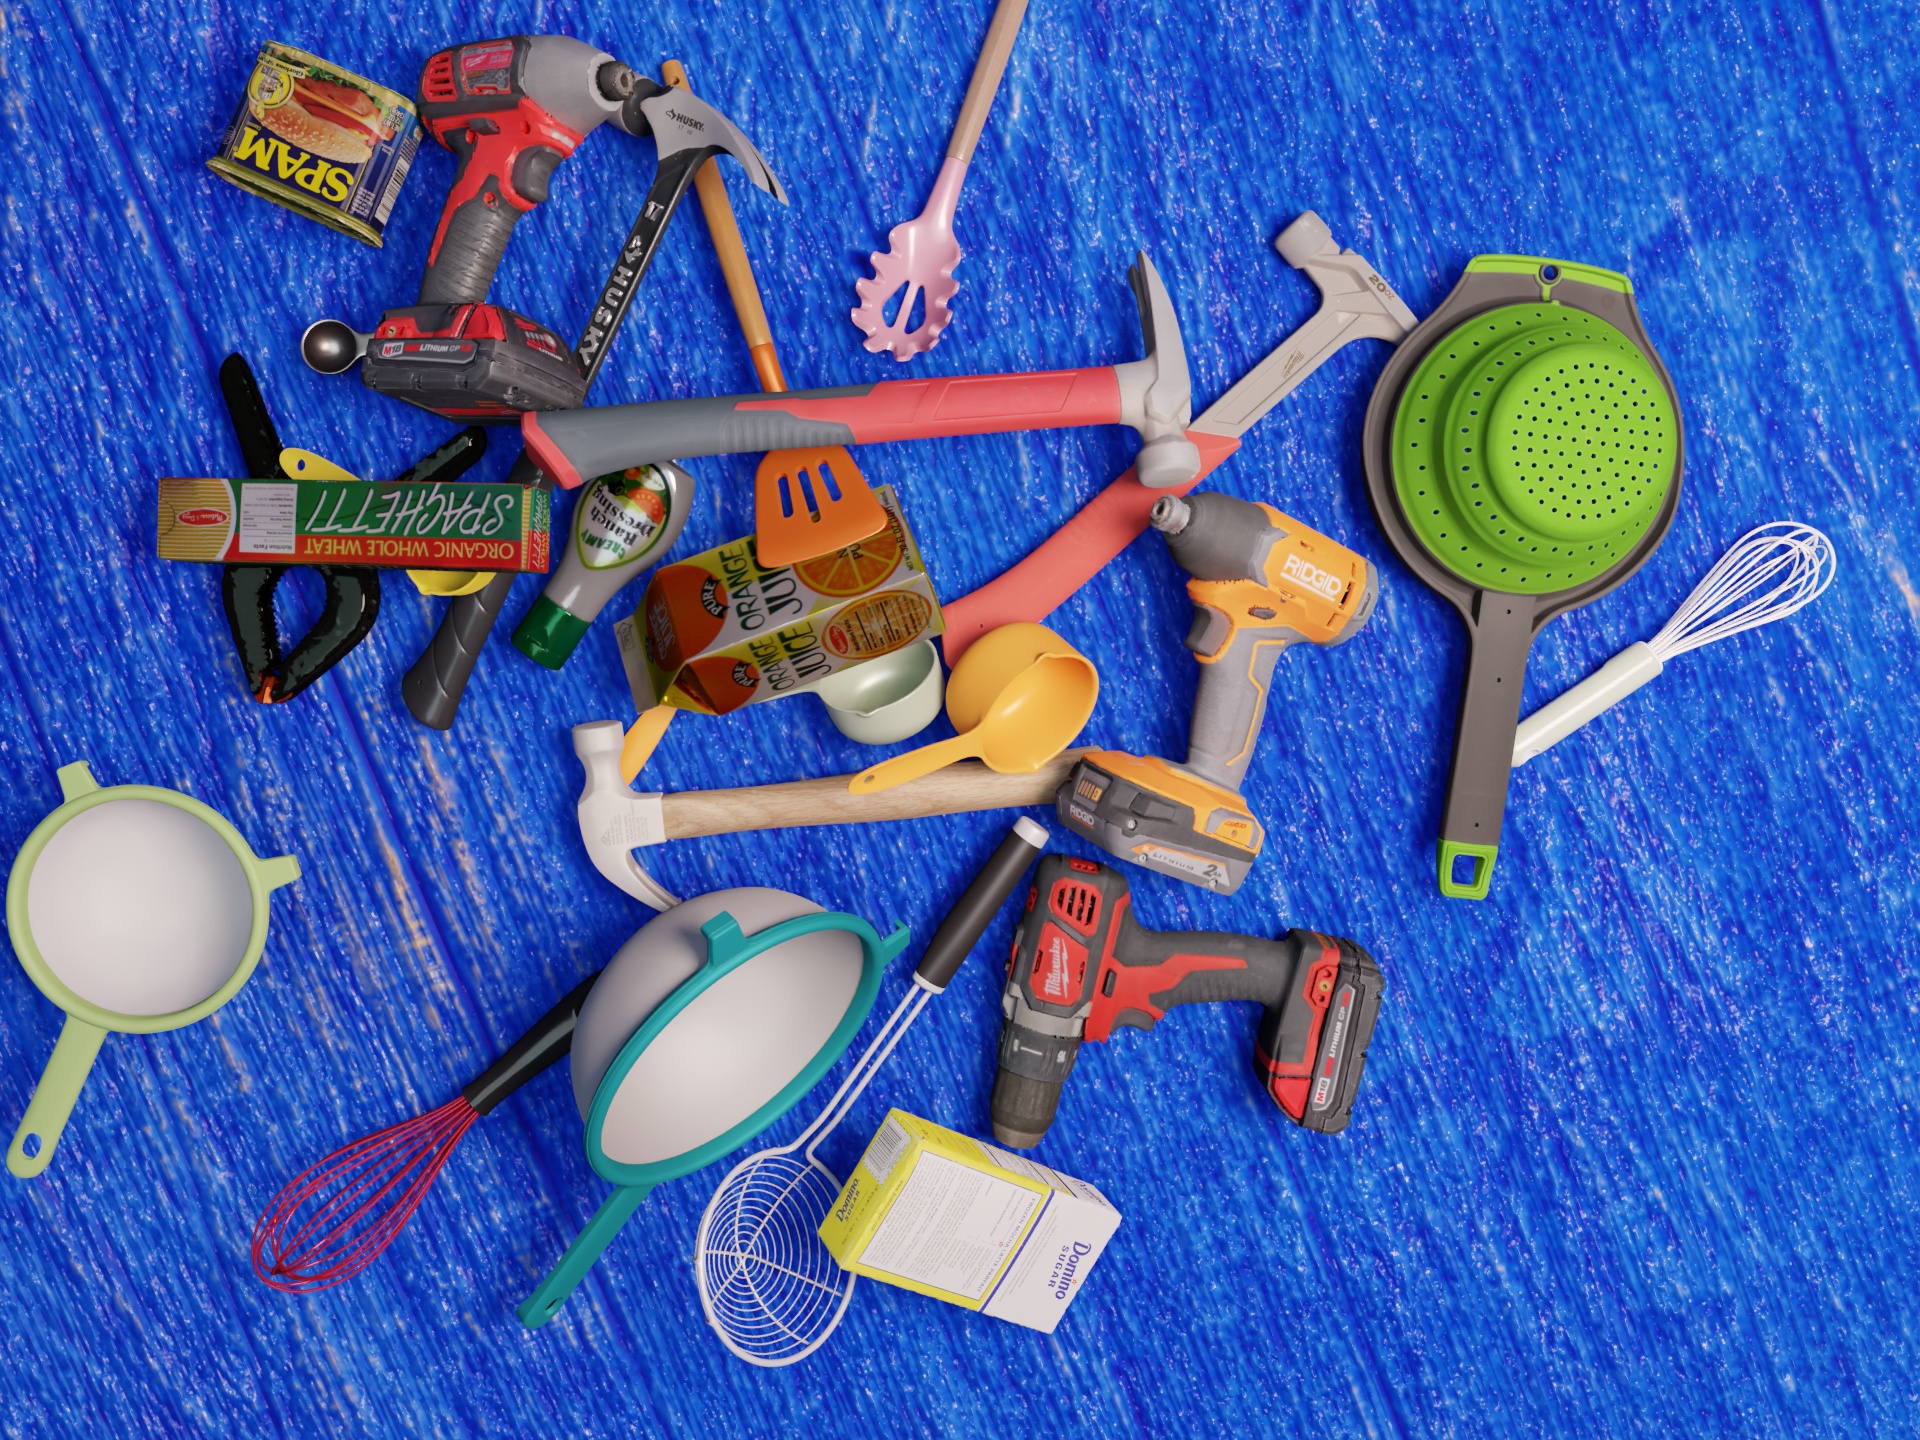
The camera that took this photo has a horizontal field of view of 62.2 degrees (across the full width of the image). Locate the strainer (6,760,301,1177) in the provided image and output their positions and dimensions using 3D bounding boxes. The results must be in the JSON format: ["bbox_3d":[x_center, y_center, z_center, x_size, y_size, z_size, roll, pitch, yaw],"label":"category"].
[{"bbox_3d":[-0.516,0.158,0.981,0.151,0.069,0.256,25,94,-6],"label":"strainer"}]

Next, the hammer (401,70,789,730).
[{"bbox_3d":[-0.236,-0.179,0.953,0.149,0.036,0.409,32,100,30],"label":"hammer"}]

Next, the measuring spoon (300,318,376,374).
[{"bbox_3d":[-0.342,-0.232,0.984,0.124,0.018,0.034,-6,87,-8],"label":"measuring spoon"}]

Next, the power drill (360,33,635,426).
[{"bbox_3d":[-0.260,-0.286,0.917,0.143,0.078,0.220,7,85,29],"label":"power drill"}]

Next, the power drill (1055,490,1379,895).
[{"bbox_3d":[0.145,-0.023,0.959,0.164,0.084,0.226,21,94,-33],"label":"power drill"}]

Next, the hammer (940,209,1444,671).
[{"bbox_3d":[0.133,-0.146,0.995,0.359,0.037,0.149,-42,95,1],"label":"hammer"}]

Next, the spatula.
[{"bbox_3d":[-0.128,-0.249,0.956,0.081,0.041,0.322,-18,87,0],"label":"spatula"}]

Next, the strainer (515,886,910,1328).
[{"bbox_3d":[-0.192,0.221,0.970,0.095,0.210,0.340,44,105,28],"label":"strainer"}]

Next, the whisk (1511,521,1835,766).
[{"bbox_3d":[0.445,-0.046,1.014,0.246,0.057,0.059,-35,61,4],"label":"whisk"}]

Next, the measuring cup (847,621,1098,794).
[{"bbox_3d":[-0.002,-0.003,0.949,0.173,0.052,0.095,-21,137,-24],"label":"measuring cup"}]

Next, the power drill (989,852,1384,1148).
[{"bbox_3d":[0.133,0.197,1.006,0.226,0.080,0.188,14,94,0],"label":"power drill"}]

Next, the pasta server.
[{"bbox_3d":[0.007,-0.369,0.971,0.060,0.040,0.316,20,93,-2],"label":"pasta server"}]

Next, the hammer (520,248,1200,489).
[{"bbox_3d":[-0.057,-0.192,0.923,0.386,0.038,0.143,-6,78,-11],"label":"hammer"}]

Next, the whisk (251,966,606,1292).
[{"bbox_3d":[-0.322,0.254,1.005,0.296,0.073,0.073,-40,95,-5],"label":"whisk"}]

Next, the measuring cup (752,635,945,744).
[{"bbox_3d":[-0.089,-0.011,0.994,0.167,0.083,0.038,-9,130,17],"label":"measuring cup"}]

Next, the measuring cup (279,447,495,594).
[{"bbox_3d":[-0.339,-0.124,0.948,0.156,0.029,0.062,29,98,14],"label":"measuring cup"}]

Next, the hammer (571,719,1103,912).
[{"bbox_3d":[-0.072,0.052,1.003,0.331,0.031,0.130,-5,99,-3],"label":"hammer"}]

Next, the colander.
[{"bbox_3d":[0.340,-0.081,0.948,0.204,0.094,0.397,6,95,-4],"label":"colander"}]

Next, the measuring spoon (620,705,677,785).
[{"bbox_3d":[-0.200,0.008,1.008,0.021,0.011,0.117,35,93,-4],"label":"measuring spoon"}]

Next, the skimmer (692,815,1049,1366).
[{"bbox_3d":[-0.041,0.226,0.984,0.127,0.090,0.363,30,97,-36],"label":"skimmer"}]
